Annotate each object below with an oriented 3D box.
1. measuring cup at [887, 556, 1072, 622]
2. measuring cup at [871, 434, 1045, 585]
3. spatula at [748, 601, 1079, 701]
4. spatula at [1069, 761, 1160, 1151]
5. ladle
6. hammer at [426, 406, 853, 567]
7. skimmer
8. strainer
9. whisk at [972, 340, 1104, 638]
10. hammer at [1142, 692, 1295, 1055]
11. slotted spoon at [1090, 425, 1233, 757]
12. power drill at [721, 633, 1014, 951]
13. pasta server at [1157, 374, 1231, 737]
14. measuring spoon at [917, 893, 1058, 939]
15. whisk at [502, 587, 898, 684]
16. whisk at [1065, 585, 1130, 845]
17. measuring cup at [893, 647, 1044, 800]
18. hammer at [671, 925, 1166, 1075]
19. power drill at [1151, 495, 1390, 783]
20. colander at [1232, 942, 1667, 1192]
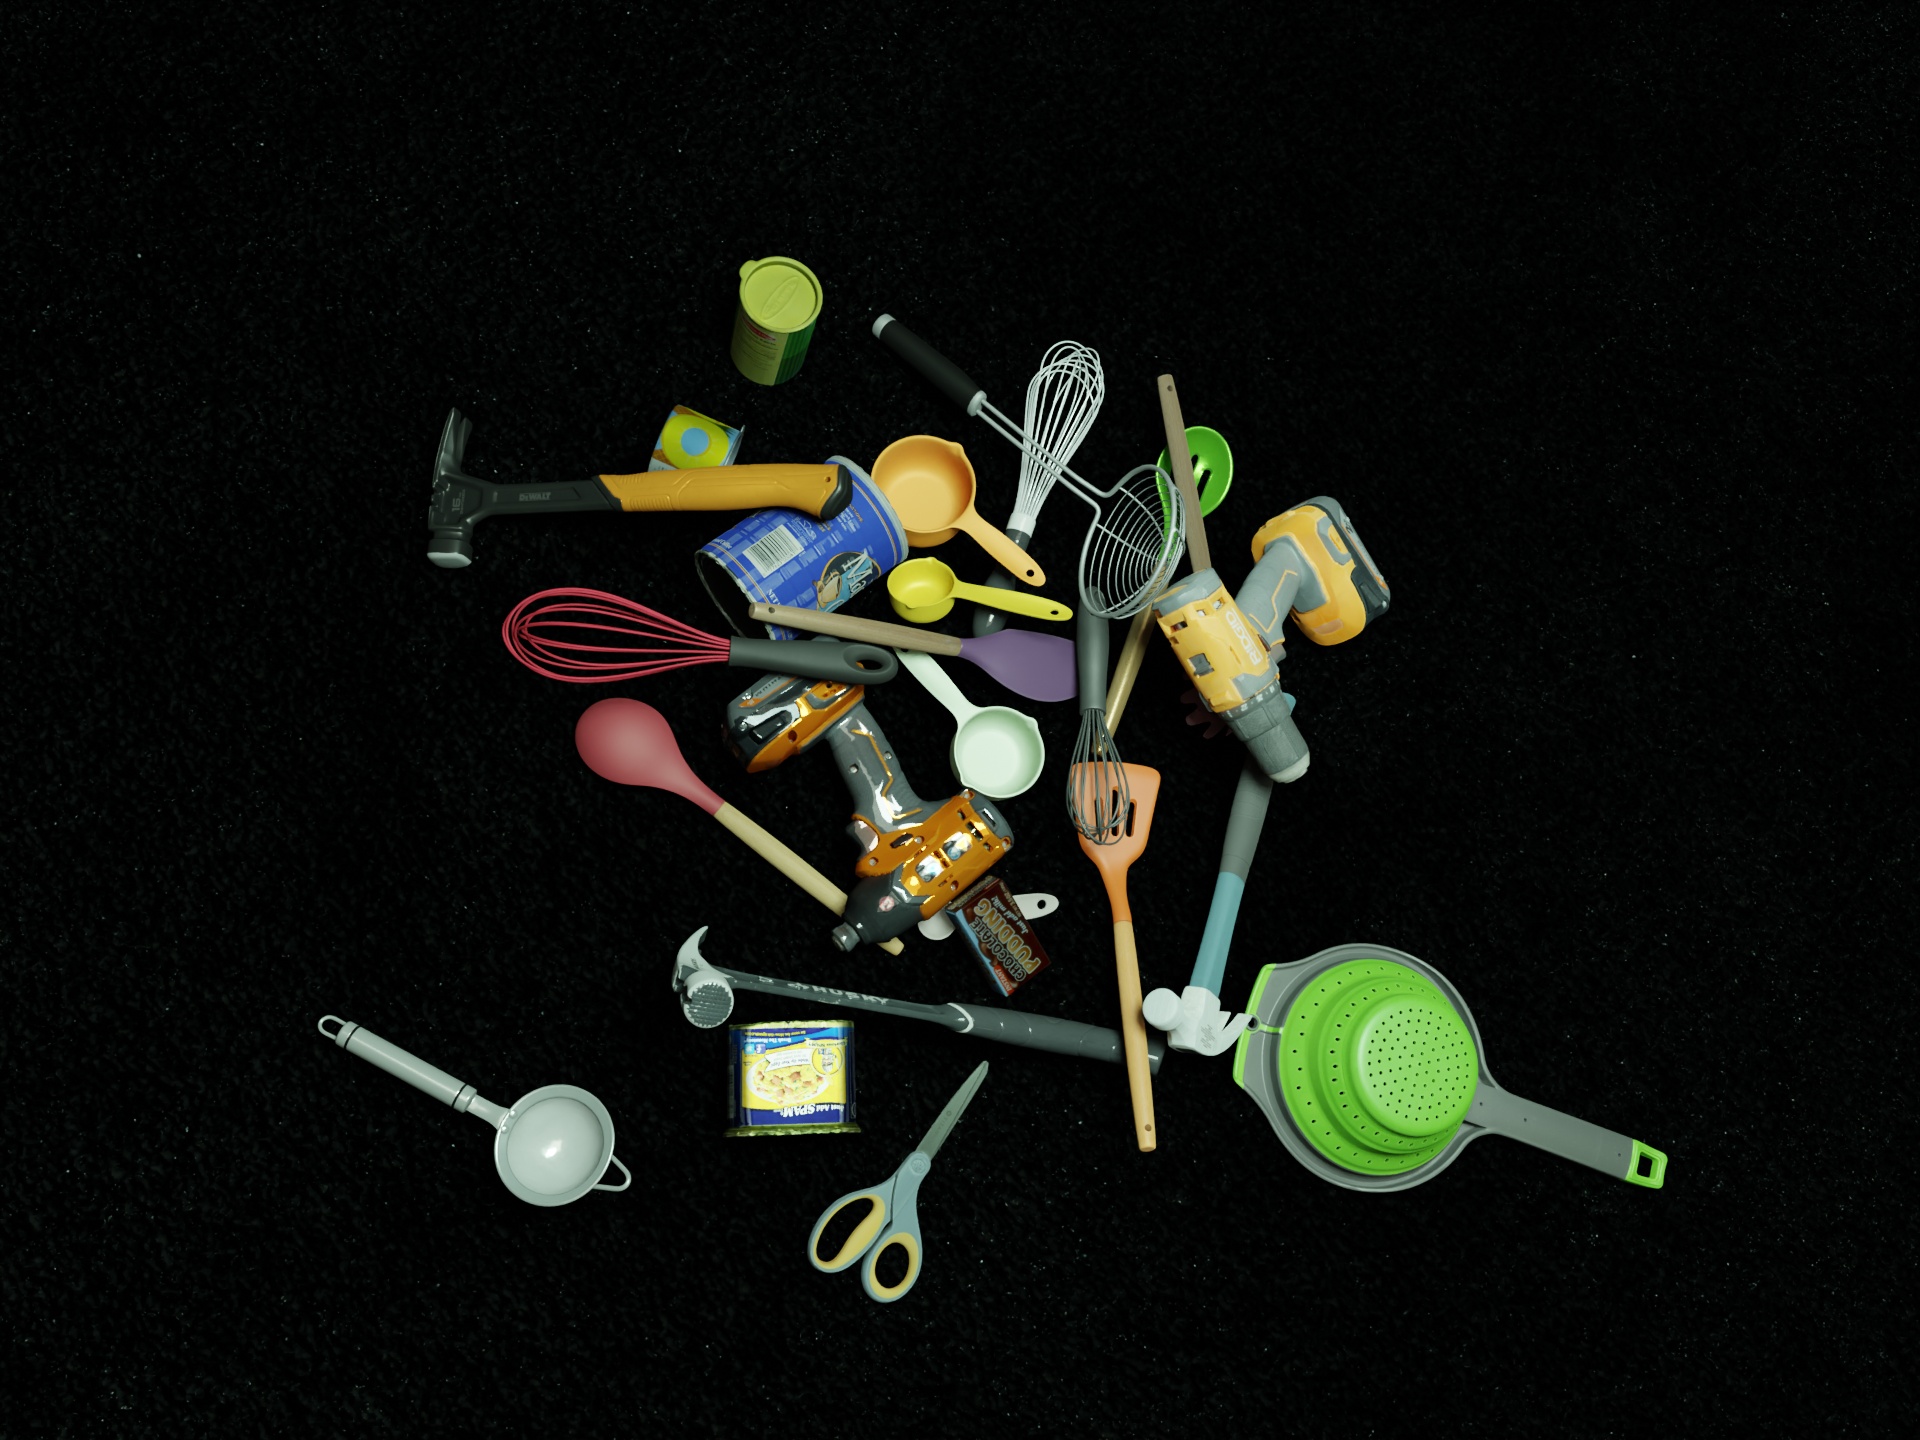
[{"bbox_3d":[0.016,-0.095,1.318,0.156,0.029,0.062,13,50,9],"label":"measuring cup"},{"bbox_3d":[-0.001,-0.162,1.335,0.173,0.052,0.095,40,75,4],"label":"measuring cup"},{"bbox_3d":[-0.025,-0.061,1.283,0.315,0.018,0.060,10,73,-31],"label":"spatula"},{"bbox_3d":[0.134,0.181,1.273,0.081,0.041,0.323,5,56,-12],"label":"spatula"},{"bbox_3d":[-0.172,0.087,1.261,0.315,0.031,0.069,38,70,-4],"label":"ladle"},{"bbox_3d":[-0.250,-0.185,1.242,0.337,0.034,0.127,0,76,8],"label":"hammer"},{"bbox_3d":[0.042,-0.225,1.303,0.363,0.127,0.090,42,29,18],"label":"skimmer"},{"bbox_3d":[-0.356,0.280,1.166,0.258,0.050,0.087,28,67,1],"label":"strainer"},{"bbox_3d":[0.061,-0.197,1.365,0.070,0.070,0.285,21,78,-8],"label":"whisk"},{"bbox_3d":[0.227,0.118,1.314,0.128,0.033,0.331,45,55,-45],"label":"hammer"},{"bbox_3d":[0.167,-0.113,1.384,0.070,0.031,0.314,23,75,-10],"label":"slotted spoon"},{"bbox_3d":[-0.088,0.062,1.250,0.164,0.084,0.226,-39,86,-19],"label":"power drill"},{"bbox_3d":[0.202,-0.143,1.374,0.060,0.040,0.316,-8,84,-22],"label":"pasta server"},{"bbox_3d":[0.021,0.155,1.297,0.124,0.018,0.034,-5,92,-21],"label":"measuring spoon"},{"bbox_3d":[-0.193,-0.054,1.200,0.295,0.073,0.073,5,76,-10],"label":"whisk"},{"bbox_3d":[0.113,-0.007,1.325,0.055,0.055,0.239,7,64,-11],"label":"whisk"},{"bbox_3d":[-0.002,-0.004,1.315,0.083,0.038,0.167,-41,87,-18],"label":"measuring cup"},{"bbox_3d":[-0.024,0.226,1.226,0.408,0.149,0.036,14,96,-19],"label":"hammer"},{"bbox_3d":[0.272,-0.070,1.330,0.226,0.084,0.185,-37,98,-40],"label":"power drill"},{"bbox_3d":[0.427,0.310,1.309,0.397,0.094,0.204,21,74,-7],"label":"colander"}]
